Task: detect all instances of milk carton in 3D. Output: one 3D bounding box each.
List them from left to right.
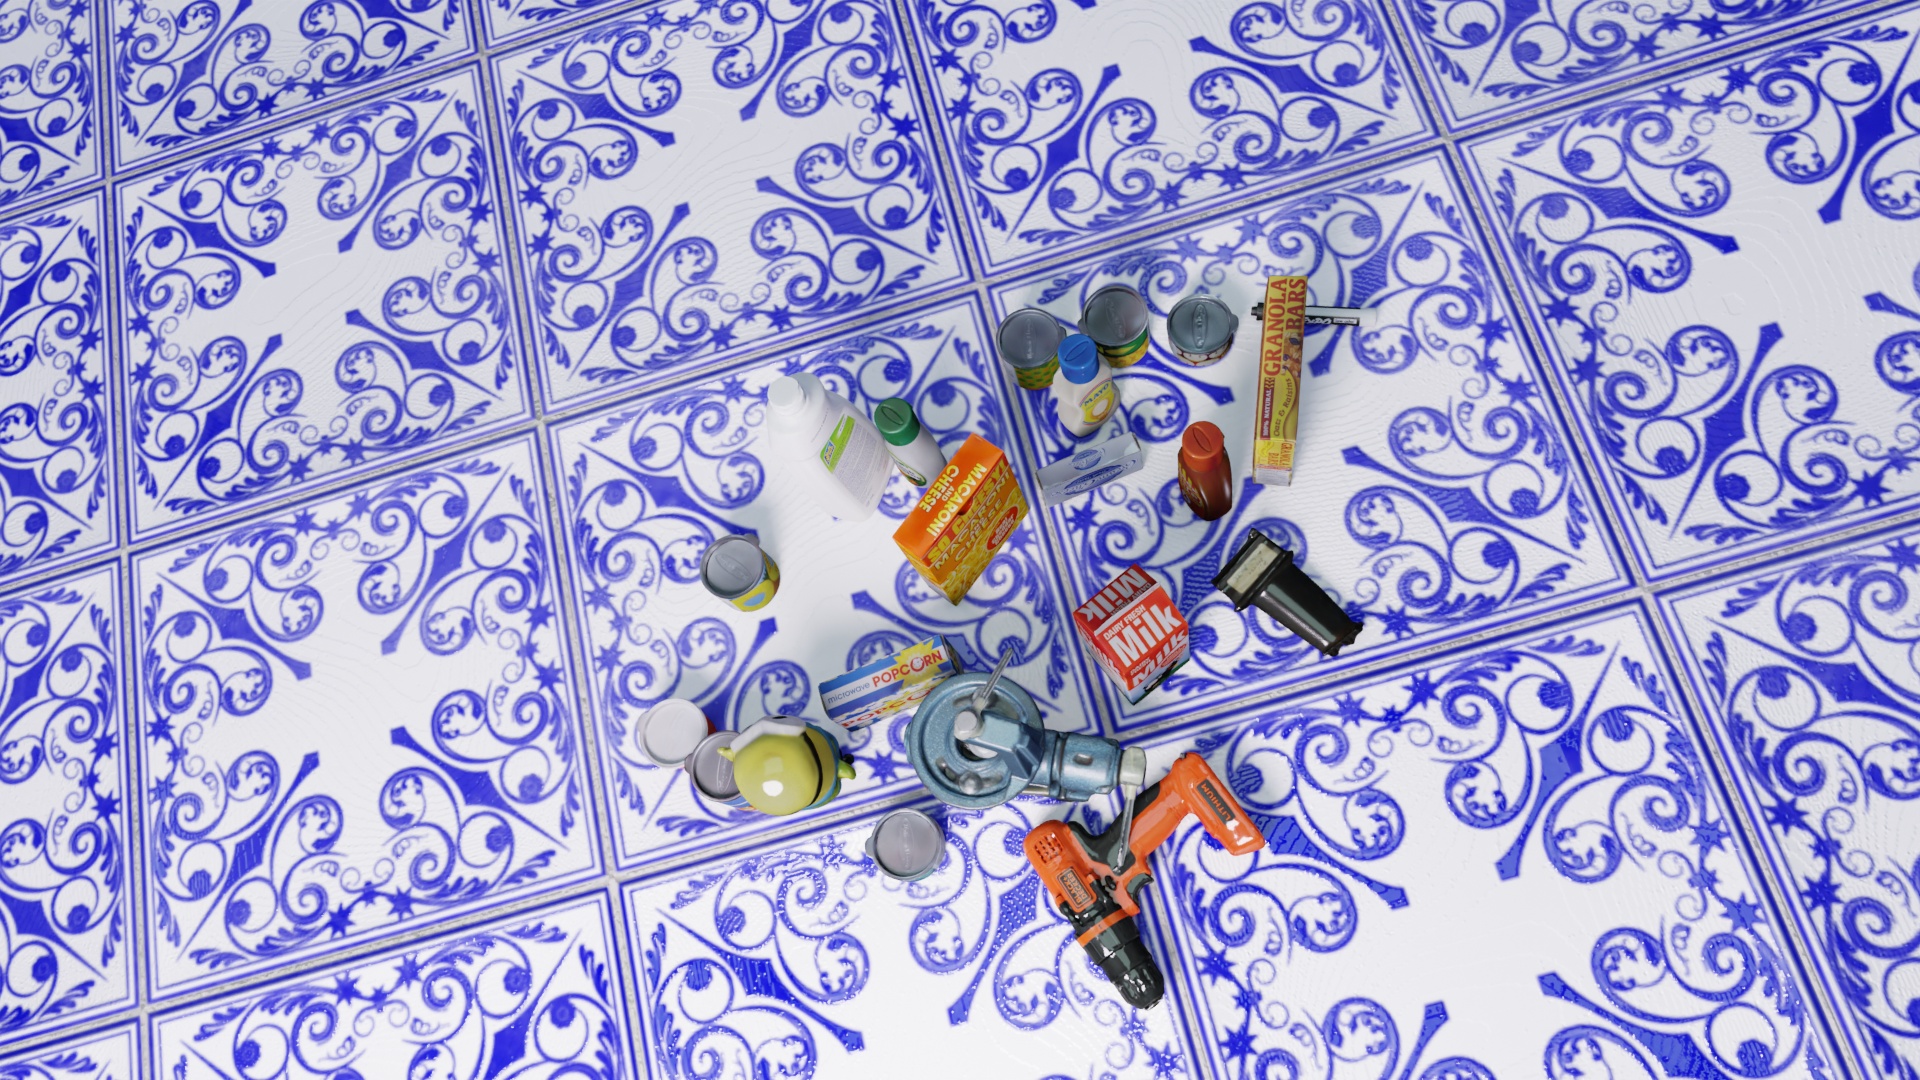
[{"bbox_3d":[0.153,0.081,1.230,0.072,0.190,0.073,-39,70,-3],"label":"milk carton"}]

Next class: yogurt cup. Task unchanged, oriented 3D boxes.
[{"bbox_3d":[-0.269,0.190,1.345,0.072,0.054,0.072,-3,72,10],"label":"yogurt cup"}]

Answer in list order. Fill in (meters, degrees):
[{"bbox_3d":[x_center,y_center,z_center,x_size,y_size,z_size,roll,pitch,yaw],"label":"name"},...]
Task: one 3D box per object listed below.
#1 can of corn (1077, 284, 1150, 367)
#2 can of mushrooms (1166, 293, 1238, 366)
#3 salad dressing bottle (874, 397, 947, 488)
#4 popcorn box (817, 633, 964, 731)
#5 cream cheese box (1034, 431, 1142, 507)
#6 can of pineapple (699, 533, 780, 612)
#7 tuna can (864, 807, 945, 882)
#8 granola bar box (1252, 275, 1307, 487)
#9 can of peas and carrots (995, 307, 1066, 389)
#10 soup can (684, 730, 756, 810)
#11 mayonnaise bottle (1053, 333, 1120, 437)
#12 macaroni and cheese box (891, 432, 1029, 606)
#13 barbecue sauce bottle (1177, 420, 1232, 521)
[{"bbox_3d":[0.154,-0.213,1.394,0.071,0.058,0.071,-3,72,10],"label":"can of corn"},{"bbox_3d":[0.242,-0.210,1.390,0.071,0.033,0.071,-3,72,10],"label":"can of mushrooms"},{"bbox_3d":[-0.050,-0.095,1.346,0.064,0.147,0.044,40,84,19],"label":"salad dressing bottle"},{"bbox_3d":[-0.062,0.136,1.308,0.127,0.085,0.038,-22,70,3],"label":"popcorn box"},{"bbox_3d":[0.126,-0.069,1.356,0.104,0.053,0.024,-23,70,3],"label":"cream cheese box"},{"bbox_3d":[-0.217,0.032,1.384,0.071,0.057,0.071,-3,72,10],"label":"can of pineapple"},{"bbox_3d":[-0.051,0.283,1.287,0.071,0.032,0.071,-3,72,10],"label":"tuna can"},{"bbox_3d":[0.300,-0.149,1.311,0.039,0.124,0.166,4,74,12],"label":"granola bar box"},{"bbox_3d":[0.075,-0.193,1.402,0.071,0.058,0.071,-3,72,10],"label":"can of peas and carrots"},{"bbox_3d":[-0.212,0.218,1.310,0.071,0.083,0.071,-3,72,10],"label":"soup can"},{"bbox_3d":[0.119,-0.151,1.333,0.065,0.147,0.041,-41,71,-3],"label":"mayonnaise bottle"},{"bbox_3d":[0.005,-0.016,1.301,0.040,0.166,0.124,35,82,18],"label":"macaroni and cheese box"},{"bbox_3d":[0.226,-0.068,1.287,0.044,0.148,0.065,-29,70,1],"label":"barbecue sauce bottle"}]
